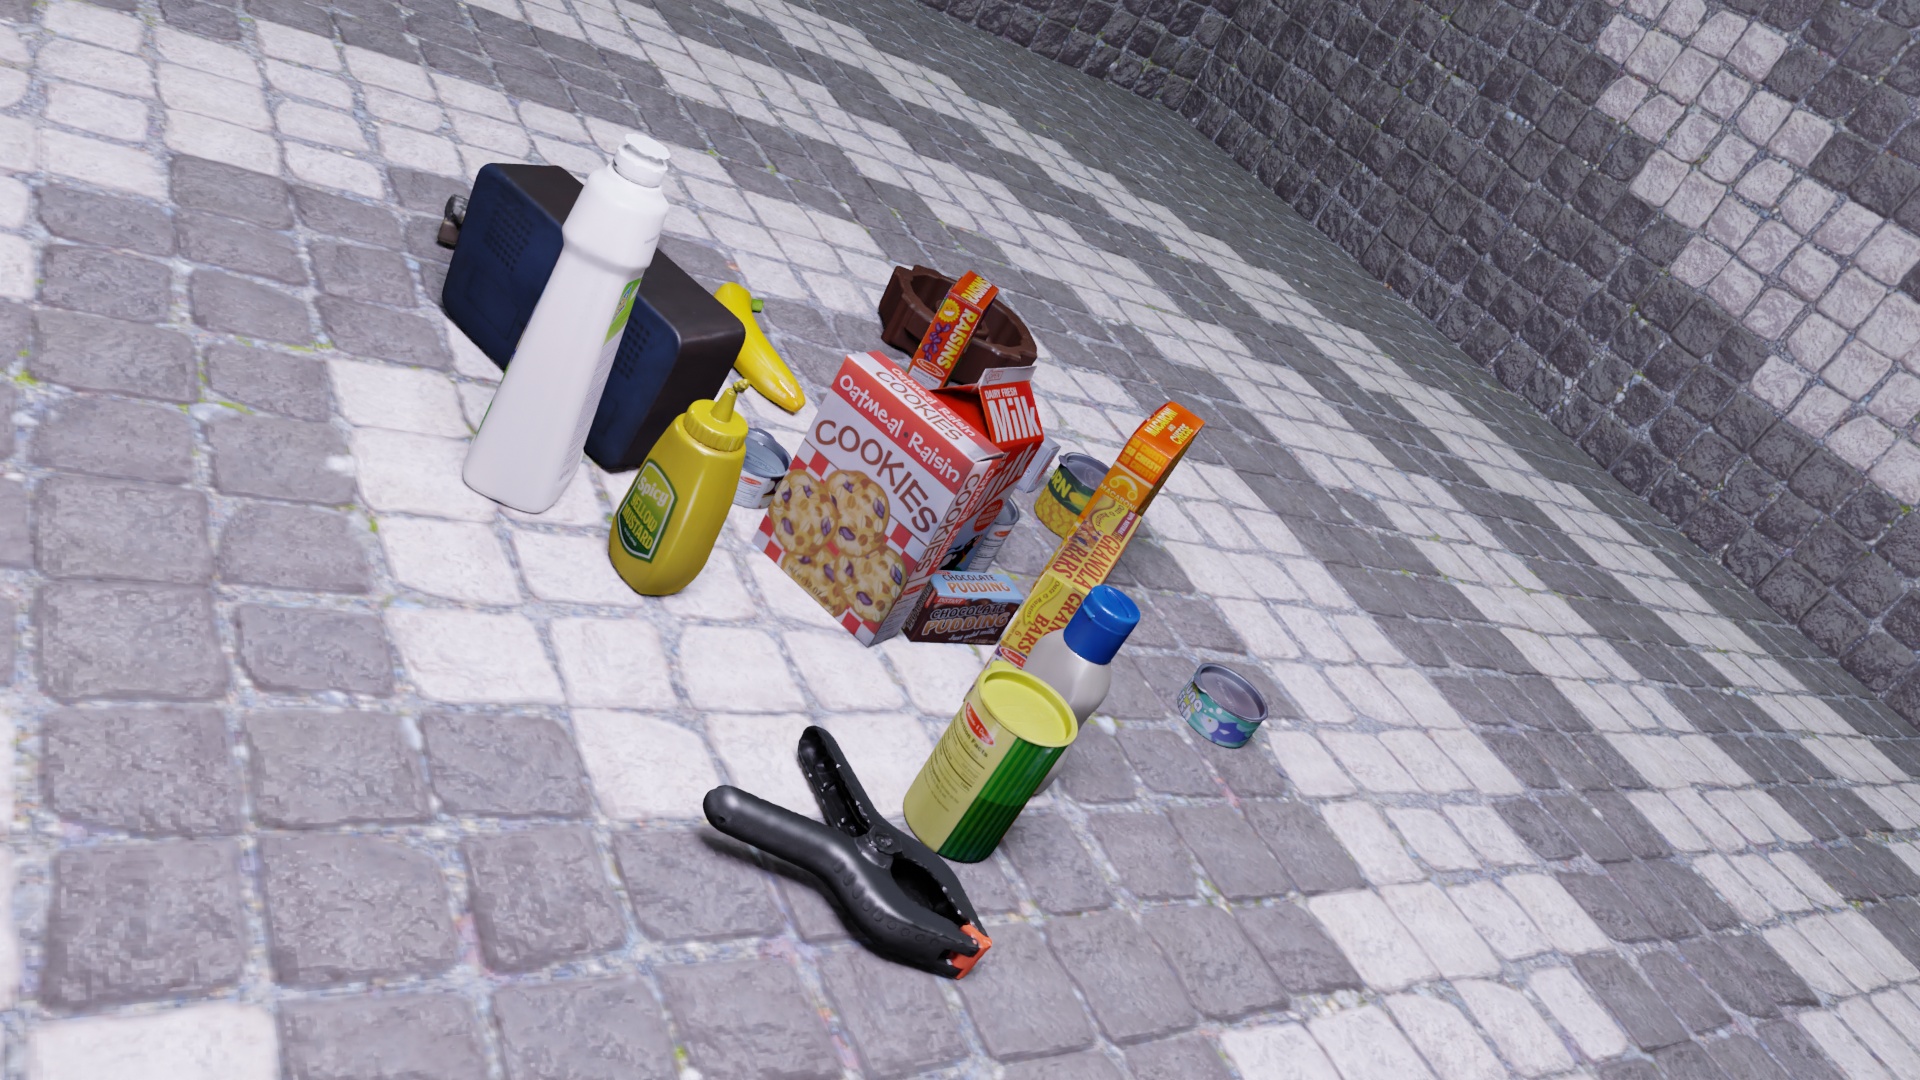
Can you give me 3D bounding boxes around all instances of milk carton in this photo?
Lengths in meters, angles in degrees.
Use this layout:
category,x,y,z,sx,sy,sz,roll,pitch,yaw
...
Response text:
category,x,y,z,sx,sy,sz,roll,pitch,yaw
milk carton,-0.006,-0.050,1.029,0.073,0.189,0.072,42,29,21

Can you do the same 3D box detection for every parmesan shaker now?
category,x,y,z,sx,sy,sz,roll,pitch,yaw
parmesan shaker,0.016,0.134,0.837,0.071,0.102,0.071,24,28,-13

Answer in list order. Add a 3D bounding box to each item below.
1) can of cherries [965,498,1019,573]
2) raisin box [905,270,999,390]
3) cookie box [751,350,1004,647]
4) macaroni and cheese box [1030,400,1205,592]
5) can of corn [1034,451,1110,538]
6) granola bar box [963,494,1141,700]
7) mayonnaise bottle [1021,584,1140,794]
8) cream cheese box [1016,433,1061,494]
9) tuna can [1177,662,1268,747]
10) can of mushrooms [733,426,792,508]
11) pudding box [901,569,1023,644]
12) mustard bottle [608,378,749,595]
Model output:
category,x,y,z,sx,sy,sz,roll,pitch,yaw
can of cherries,0.004,-0.014,1.121,0.071,0.058,0.072,24,28,-13
raisin box,-0.014,-0.188,1.324,0.040,0.122,0.086,31,27,-1
cookie box,-0.060,-0.029,0.964,0.123,0.166,0.040,41,28,19
macaroni and cheese box,0.131,-0.029,1.155,0.040,0.165,0.124,35,27,8
can of corn,0.107,-0.039,1.266,0.071,0.058,0.071,24,28,-13
granola bar box,0.071,0.048,1.013,0.039,0.123,0.166,33,27,5
mayonnaise bottle,0.065,0.095,0.901,0.041,0.147,0.065,8,35,-38
cream cheese box,0.038,-0.095,1.296,0.104,0.053,0.024,39,28,15
tuna can,0.207,0.131,1.108,0.071,0.032,0.071,24,28,-13
can of mushrooms,-0.163,-0.057,1.055,0.071,0.033,0.071,24,28,-13
pudding box,0.000,0.049,1.022,0.084,0.049,0.030,6,36,-40
mustard bottle,-0.172,-0.039,0.878,0.049,0.159,0.065,-4,43,-49
